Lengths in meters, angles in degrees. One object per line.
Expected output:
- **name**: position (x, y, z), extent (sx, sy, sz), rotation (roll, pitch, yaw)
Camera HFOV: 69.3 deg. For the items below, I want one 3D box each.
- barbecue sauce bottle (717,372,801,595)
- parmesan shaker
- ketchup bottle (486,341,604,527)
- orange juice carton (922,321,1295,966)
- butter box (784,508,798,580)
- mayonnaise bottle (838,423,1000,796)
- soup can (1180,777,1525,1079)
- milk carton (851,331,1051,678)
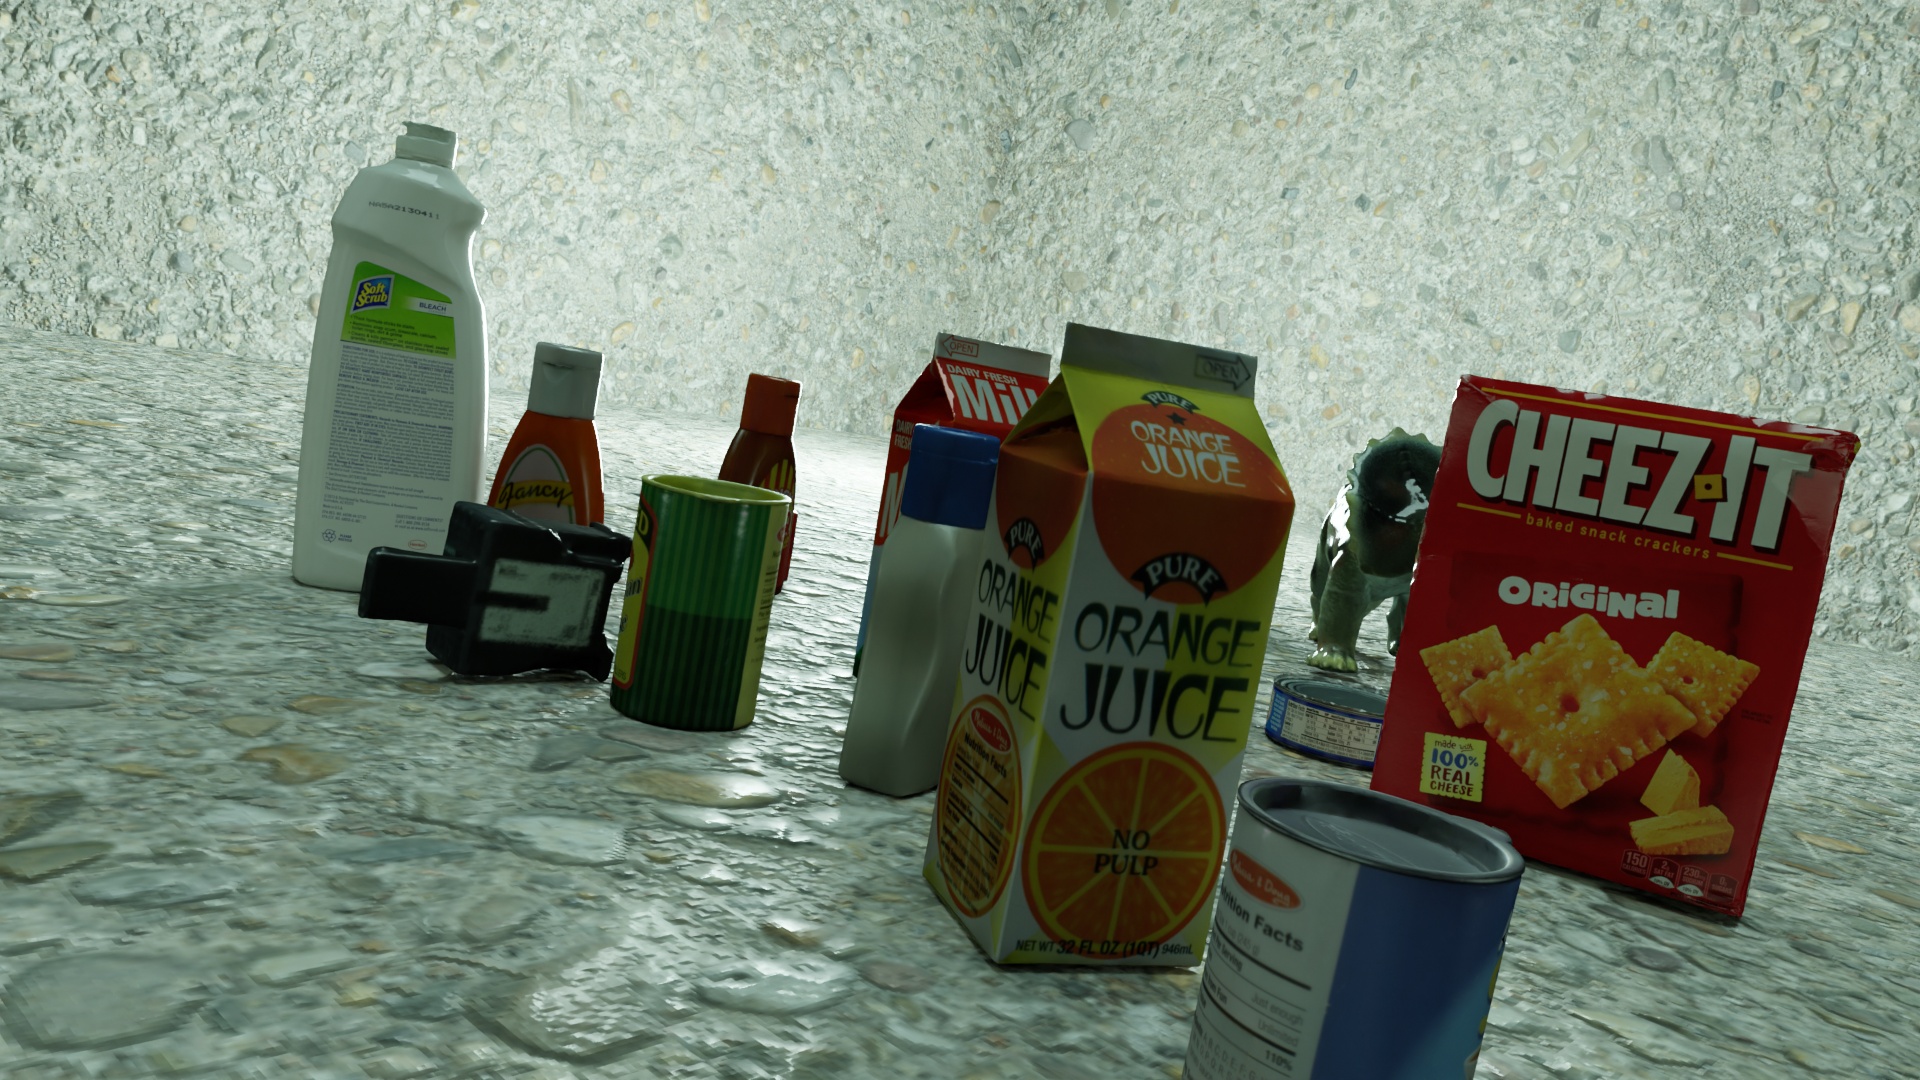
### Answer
- **barbecue sauce bottle**: position (-0.137, -0.037, 0.938), extent (0.044, 0.148, 0.065), rotation (14, 7, 31)
- **parmesan shaker**: position (-0.116, 0.027, 0.616), extent (0.071, 0.103, 0.071), rotation (10, 6, -1)
- **ketchup bottle**: position (-0.224, -0.033, 0.761), extent (0.065, 0.148, 0.043), rotation (11, 6, 3)
- **orange juice carton**: position (0.047, 0.031, 0.441), extent (0.072, 0.192, 0.073), rotation (8, 6, -22)
- **butter box**: position (-0.143, -0.004, 1.060), extent (0.024, 0.053, 0.103), rotation (9, 6, -12)
- **mayonnaise bottle**: position (-0.014, 0.027, 0.574), extent (0.041, 0.148, 0.065), rotation (12, 6, 19)
- **soup can**: position (0.094, 0.107, 0.333), extent (0.071, 0.083, 0.071), rotation (10, 6, -1)
- **milk carton**: position (0.003, -0.009, 0.728), extent (0.072, 0.190, 0.073), rotation (7, 7, -29)
